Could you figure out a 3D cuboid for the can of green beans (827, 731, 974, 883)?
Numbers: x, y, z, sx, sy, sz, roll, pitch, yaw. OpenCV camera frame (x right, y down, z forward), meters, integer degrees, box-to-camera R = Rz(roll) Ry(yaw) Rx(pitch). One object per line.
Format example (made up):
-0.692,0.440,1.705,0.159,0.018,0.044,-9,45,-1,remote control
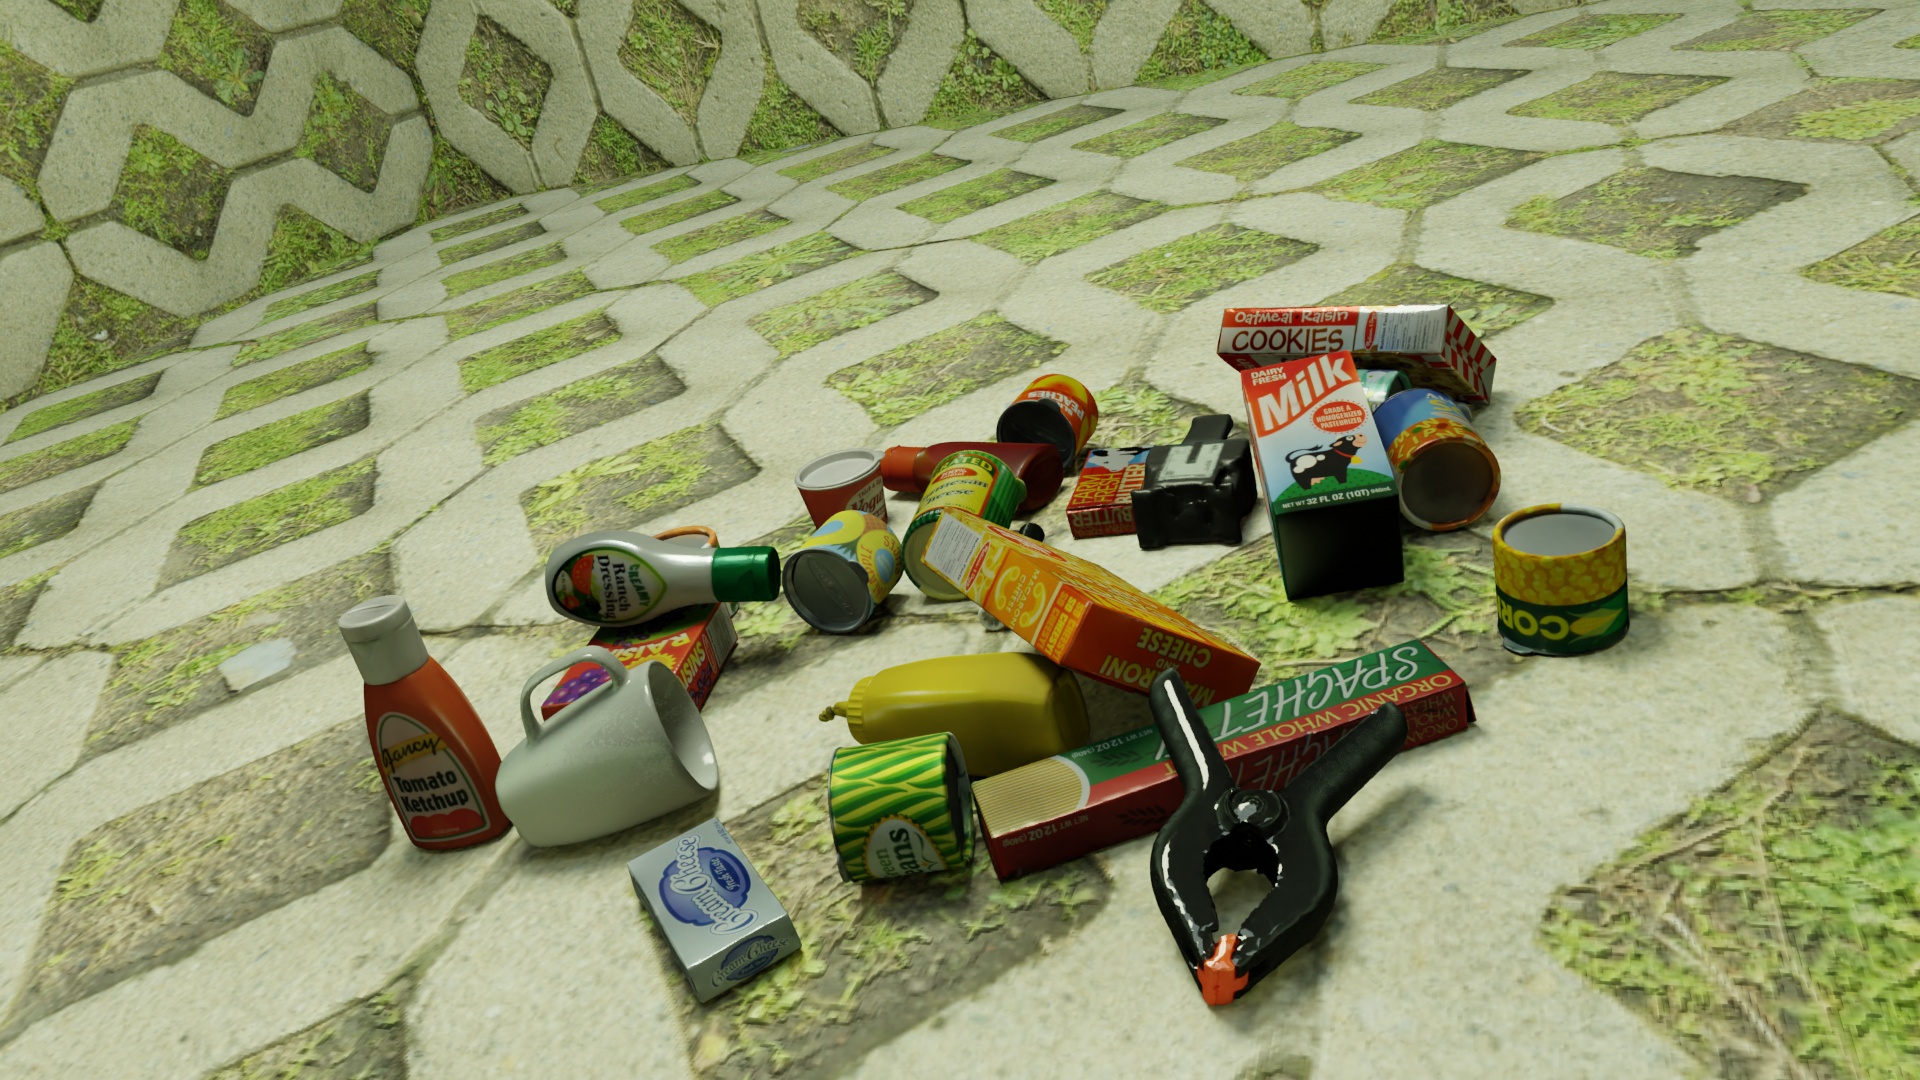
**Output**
-0.028,0.130,0.680,0.058,0.071,0.071,-9,25,9,can of green beans

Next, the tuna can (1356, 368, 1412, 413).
0.289,-0.087,0.966,0.033,0.070,0.071,5,31,35,tuna can

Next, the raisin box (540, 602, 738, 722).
-0.205,0.086,0.900,0.086,0.040,0.124,-7,24,12,raisin box

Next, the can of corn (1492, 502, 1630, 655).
0.317,0.020,0.738,0.071,0.058,0.071,-12,24,5,can of corn

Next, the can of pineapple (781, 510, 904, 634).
-0.076,0.020,0.936,0.071,0.070,0.058,-1,27,26,can of pineapple

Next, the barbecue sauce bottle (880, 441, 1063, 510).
0.003,-0.053,1.075,0.148,0.043,0.065,6,31,37,barbecue sauce bottle

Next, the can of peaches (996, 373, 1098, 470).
0.070,-0.093,1.092,0.071,0.071,0.058,-1,27,27,can of peaches

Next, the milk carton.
0.224,-0.056,0.880,0.072,0.073,0.191,-10,40,11,milk carton

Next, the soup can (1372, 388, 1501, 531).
0.304,-0.054,0.890,0.071,0.071,0.084,-11,25,7,soup can

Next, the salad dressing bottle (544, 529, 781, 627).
-0.193,0.024,0.909,0.148,0.064,0.044,-2,16,6,salad dressing bottle

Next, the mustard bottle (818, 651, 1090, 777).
-0.011,0.093,0.754,0.160,0.065,0.049,-1,30,31,mustard bottle

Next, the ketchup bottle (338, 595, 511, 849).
-0.305,0.103,0.785,0.065,0.148,0.044,-10,23,9,ketchup bottle

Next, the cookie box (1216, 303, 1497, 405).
0.291,-0.135,1.024,0.167,0.040,0.123,6,-8,37,cookie box

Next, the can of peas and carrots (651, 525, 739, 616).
-0.199,0.028,0.993,0.071,0.058,0.071,-11,25,5,can of peas and carrots

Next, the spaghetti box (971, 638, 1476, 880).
0.130,0.107,0.691,0.250,0.028,0.050,-17,26,-6,spaghetti box

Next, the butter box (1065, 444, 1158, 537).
0.112,-0.037,1.007,0.053,0.024,0.104,-4,27,19,butter box

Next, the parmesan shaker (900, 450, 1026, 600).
0.003,-0.012,0.962,0.071,0.071,0.103,-7,26,15,parmesan shaker

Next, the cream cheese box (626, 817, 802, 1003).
-0.122,0.178,0.679,0.053,0.024,0.104,-26,27,-21,cream cheese box

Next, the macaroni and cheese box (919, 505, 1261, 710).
0.068,0.039,0.775,0.124,0.040,0.167,20,8,-31,macaroni and cheese box

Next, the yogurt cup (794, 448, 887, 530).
-0.089,-0.033,1.069,0.072,0.053,0.073,-12,25,6,yogurt cup
